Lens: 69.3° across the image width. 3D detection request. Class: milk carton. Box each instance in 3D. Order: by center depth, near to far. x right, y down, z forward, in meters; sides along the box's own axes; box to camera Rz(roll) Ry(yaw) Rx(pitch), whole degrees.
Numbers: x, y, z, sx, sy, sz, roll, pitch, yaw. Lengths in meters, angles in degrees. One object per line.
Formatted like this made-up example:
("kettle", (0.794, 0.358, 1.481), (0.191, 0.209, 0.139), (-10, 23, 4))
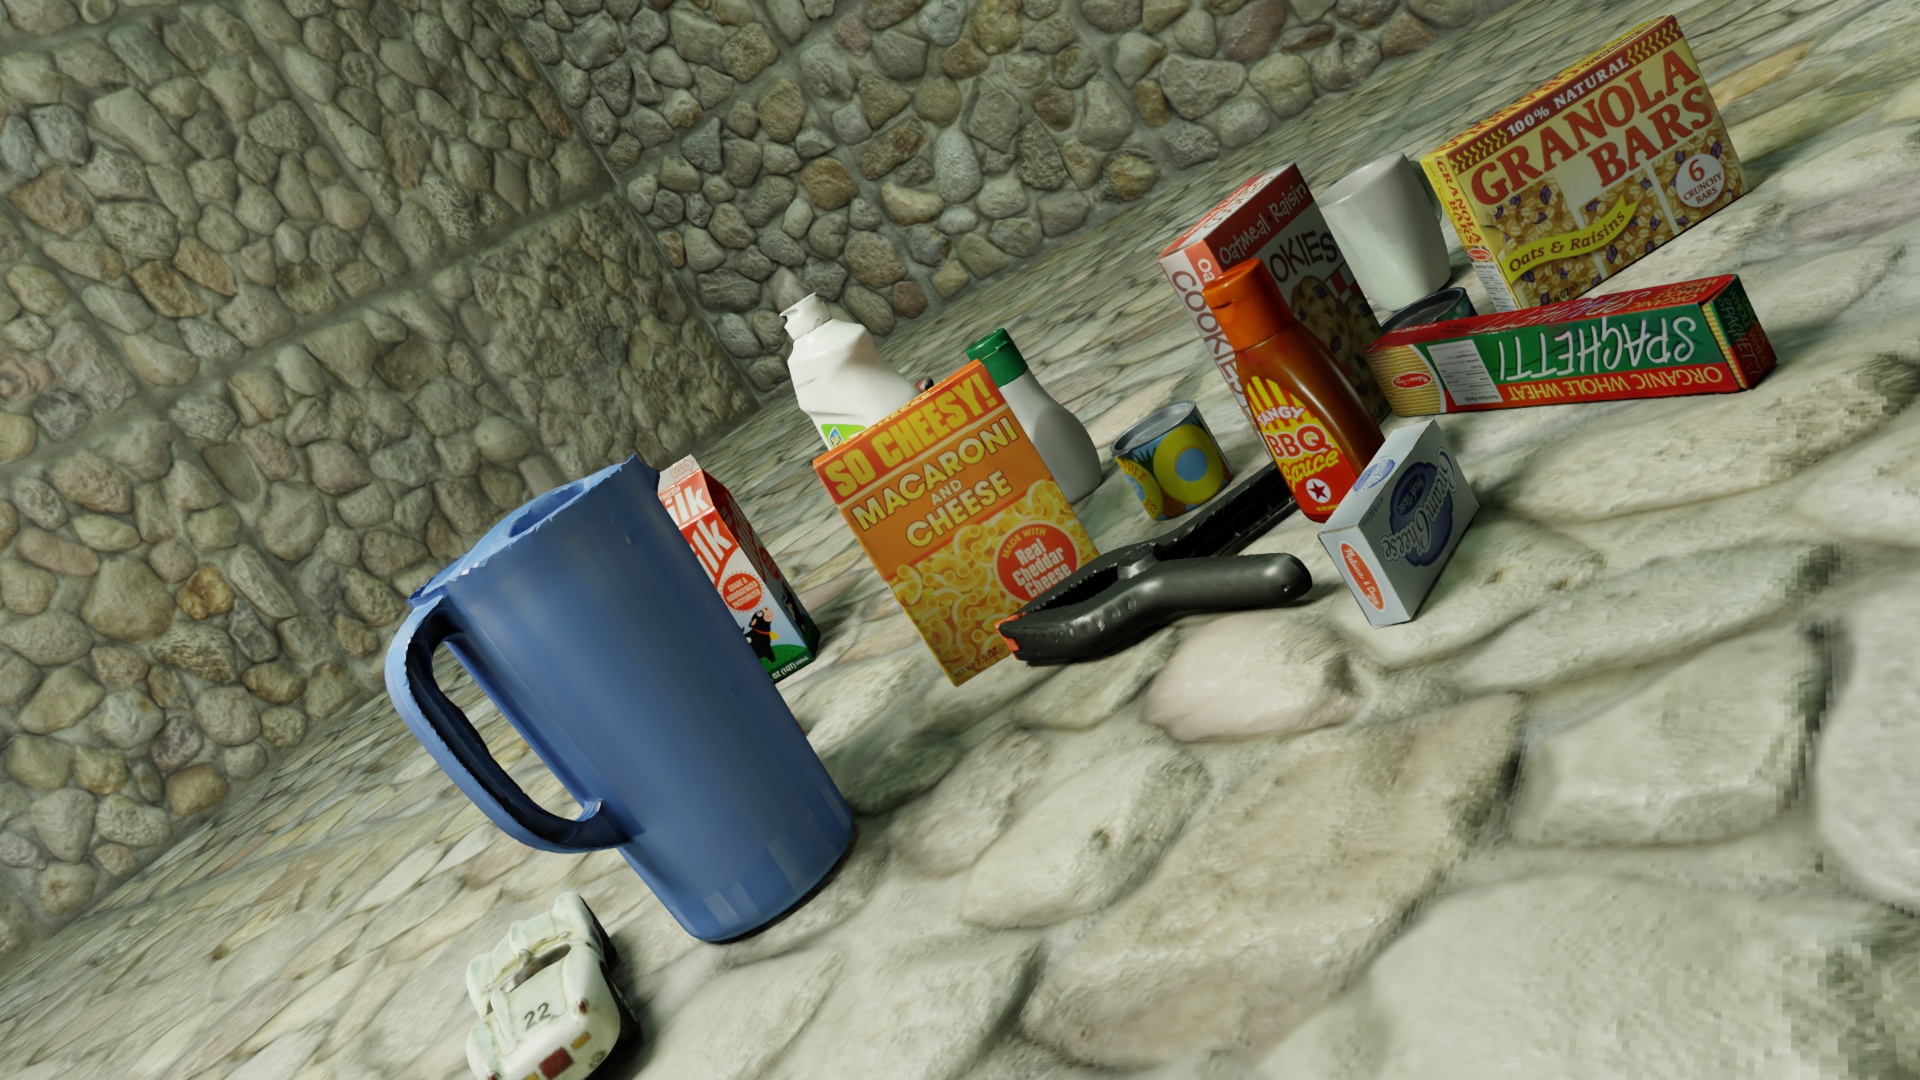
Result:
("milk carton", (-0.195, 0.027, 1.133), (0.072, 0.190, 0.073), (-31, 13, 6))

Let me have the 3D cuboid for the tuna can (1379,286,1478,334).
("tuna can", (0.312, -0.137, 0.924), (0.071, 0.032, 0.071), (-30, 13, 8))

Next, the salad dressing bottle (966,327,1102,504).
("salad dressing bottle", (0.058, -0.098, 1.107), (0.064, 0.147, 0.044), (-38, 14, -25))

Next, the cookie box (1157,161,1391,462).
("cookie box", (0.203, -0.134, 0.861), (0.040, 0.167, 0.123), (-17, 19, 49))

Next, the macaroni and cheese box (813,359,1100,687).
("macaroni and cheese box", (0.003, -0.011, 0.871), (0.124, 0.166, 0.040), (-32, 13, 1))

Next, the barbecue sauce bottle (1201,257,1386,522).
("barbecue sauce bottle", (0.183, -0.082, 0.758), (0.044, 0.148, 0.064), (-39, 14, -27))

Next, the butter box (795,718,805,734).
("butter box", (-0.157, 0.127, 0.982), (0.024, 0.053, 0.103), (-42, 16, -36))

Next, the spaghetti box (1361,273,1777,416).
("spaghetti box", (0.312, -0.099, 0.744), (0.029, 0.050, 0.250), (-36, 14, -16))

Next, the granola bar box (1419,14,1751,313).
("granola bar box", (0.395, -0.231, 0.876), (0.165, 0.124, 0.039), (-32, 13, 1))

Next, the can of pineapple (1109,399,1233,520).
("can of pineapple", (0.143, -0.054, 0.948), (0.071, 0.057, 0.071), (-30, 13, 8))

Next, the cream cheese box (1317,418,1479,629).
("cream cheese box", (0.207, -0.009, 0.650), (0.024, 0.053, 0.104), (-19, 19, 46))
